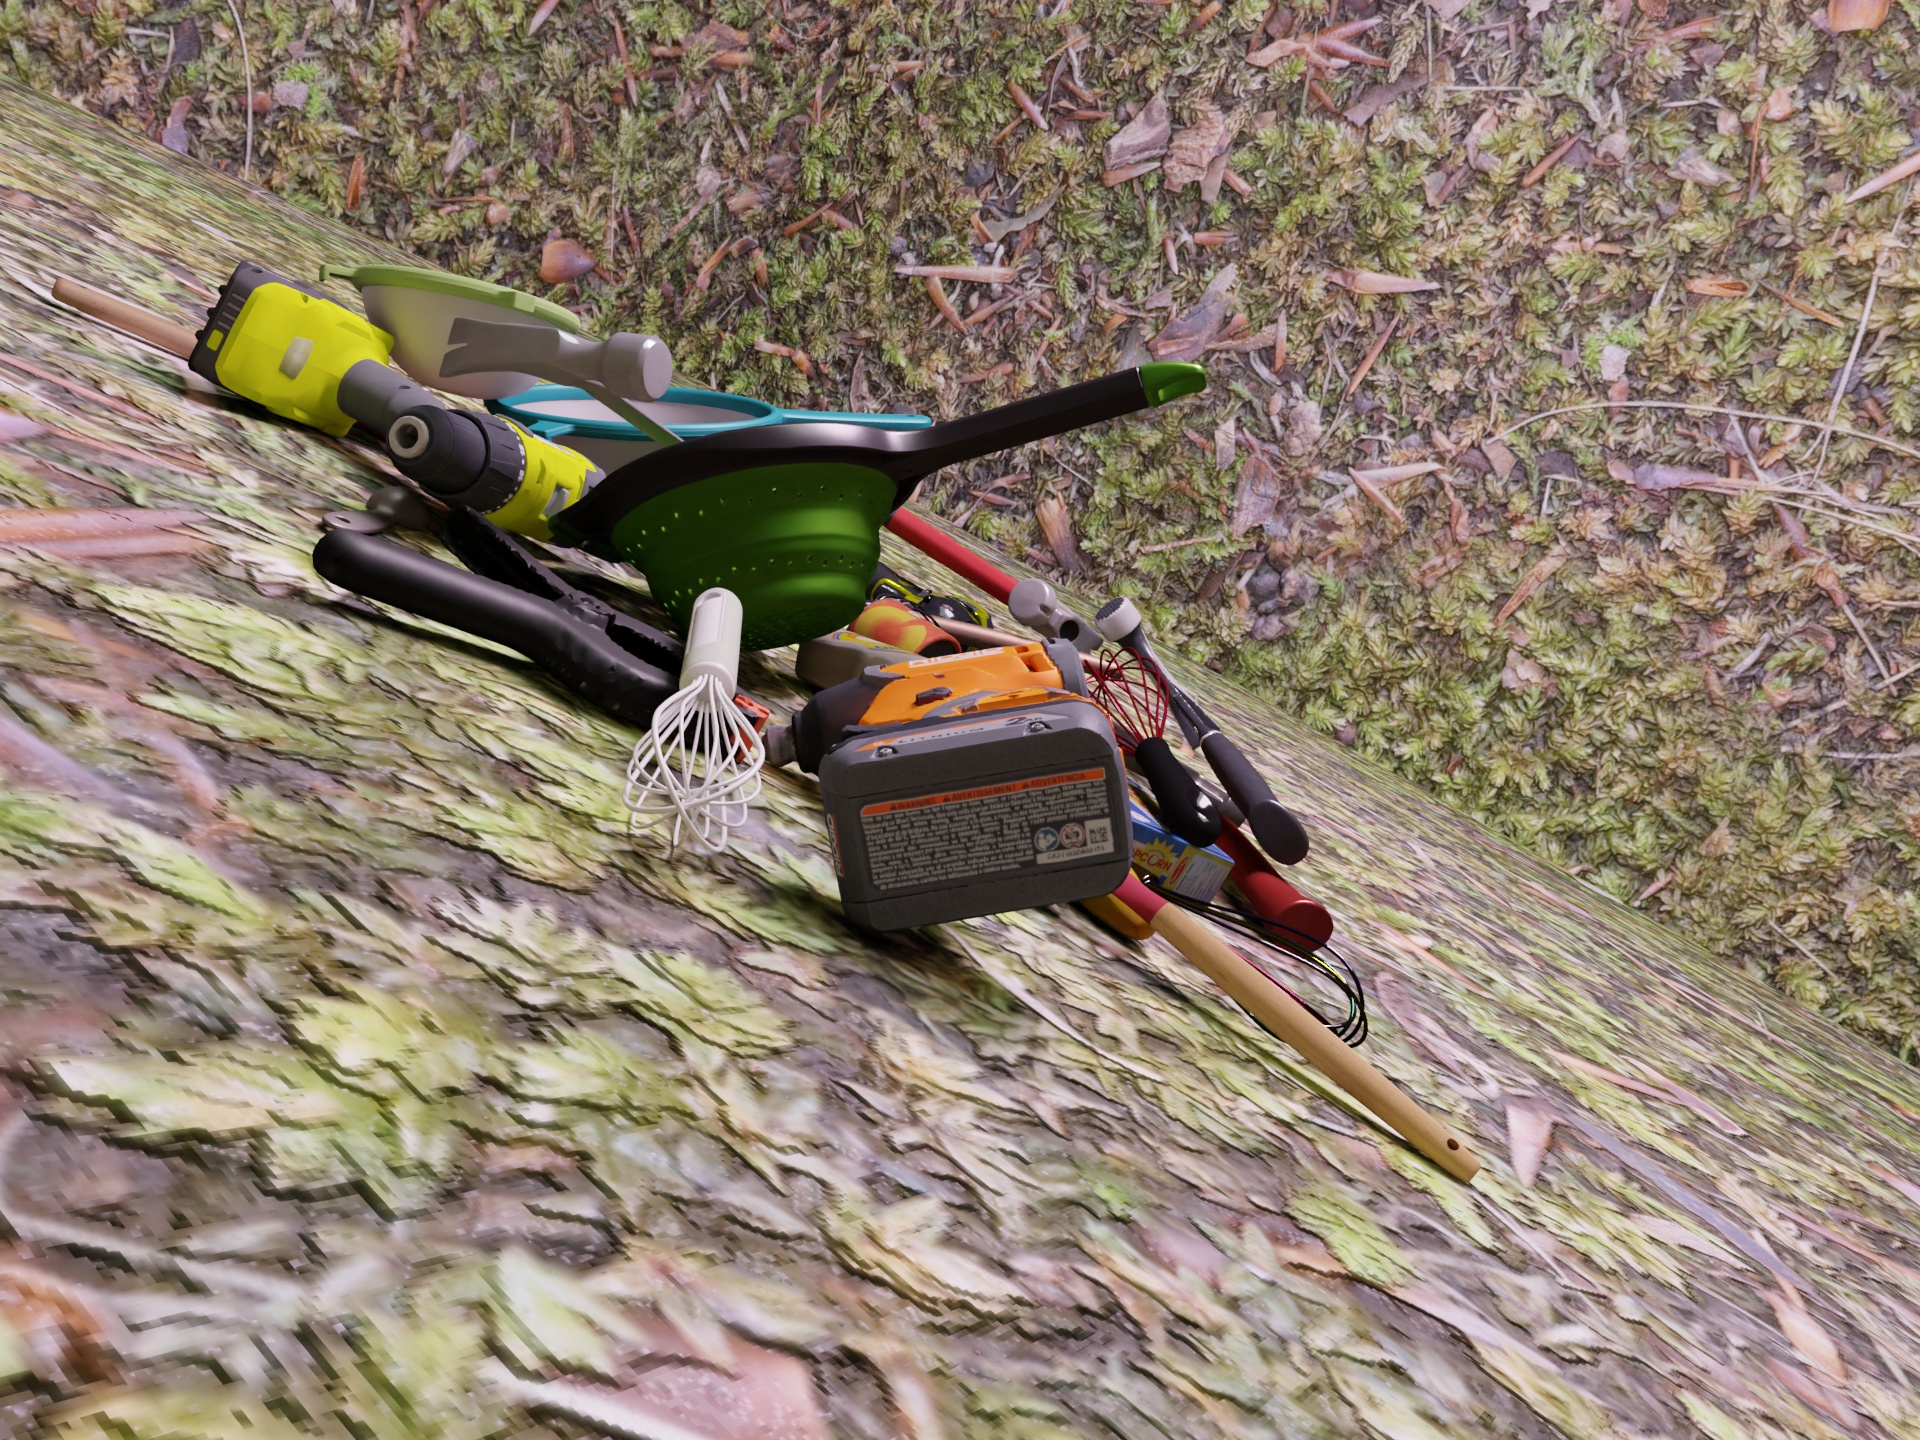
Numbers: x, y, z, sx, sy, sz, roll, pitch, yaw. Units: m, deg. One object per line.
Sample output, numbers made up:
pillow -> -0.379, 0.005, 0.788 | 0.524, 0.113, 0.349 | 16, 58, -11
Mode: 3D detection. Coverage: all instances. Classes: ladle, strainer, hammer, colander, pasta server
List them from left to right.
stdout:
strainer -> -0.331, -0.257, 1.133 | 0.151, 0.069, 0.256 | 10, 1, 9
hammer -> -0.167, -0.164, 1.015 | 0.144, 0.035, 0.405 | 12, -6, 19
strainer -> -0.182, -0.192, 1.200 | 0.340, 0.095, 0.211 | -3, 20, -25
colander -> -0.041, -0.118, 0.945 | 0.397, 0.094, 0.204 | -14, -10, 11
hammer -> -0.038, -0.165, 1.415 | 0.387, 0.038, 0.143 | 36, 1, 31
pasta server -> -0.022, -0.082, 1.263 | 0.316, 0.040, 0.060 | 14, 31, -3
ladle -> 0.115, 0.111, 0.767 | 0.316, 0.031, 0.069 | 39, 48, 23
hammer -> 0.190, 0.017, 1.210 | 0.149, 0.036, 0.409 | 51, 7, -18
hammer -> 0.181, 0.080, 1.137 | 0.149, 0.036, 0.359 | 29, 9, -11

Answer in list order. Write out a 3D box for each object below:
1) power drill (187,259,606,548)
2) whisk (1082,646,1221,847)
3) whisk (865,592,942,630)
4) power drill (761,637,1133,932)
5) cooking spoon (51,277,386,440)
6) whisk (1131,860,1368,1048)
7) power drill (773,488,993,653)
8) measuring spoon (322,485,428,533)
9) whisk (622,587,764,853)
power drill -> -0.340, -0.185, 0.952 | 0.228, 0.080, 0.190 | 30, 4, 13
whisk -> 0.123, 0.015, 1.054 | 0.073, 0.073, 0.296 | 25, 15, -15
whisk -> -0.004, -0.044, 1.240 | 0.055, 0.055, 0.238 | 35, 4, 37
power drill -> -0.013, 0.019, 0.715 | 0.164, 0.084, 0.226 | -9, 13, -1
cooking spoon -> -0.439, -0.219, 1.073 | 0.318, 0.017, 0.069 | 22, 10, -35
whisk -> 0.114, 0.105, 0.844 | 0.245, 0.051, 0.047 | 30, -13, 41
power drill -> -0.083, -0.121, 1.375 | 0.223, 0.080, 0.171 | 32, 9, 6
measuring spoon -> -0.314, -0.114, 0.855 | 0.034, 0.018, 0.124 | 27, 9, -7
whisk -> -0.111, -0.012, 0.692 | 0.246, 0.058, 0.059 | -104, 170, -67
